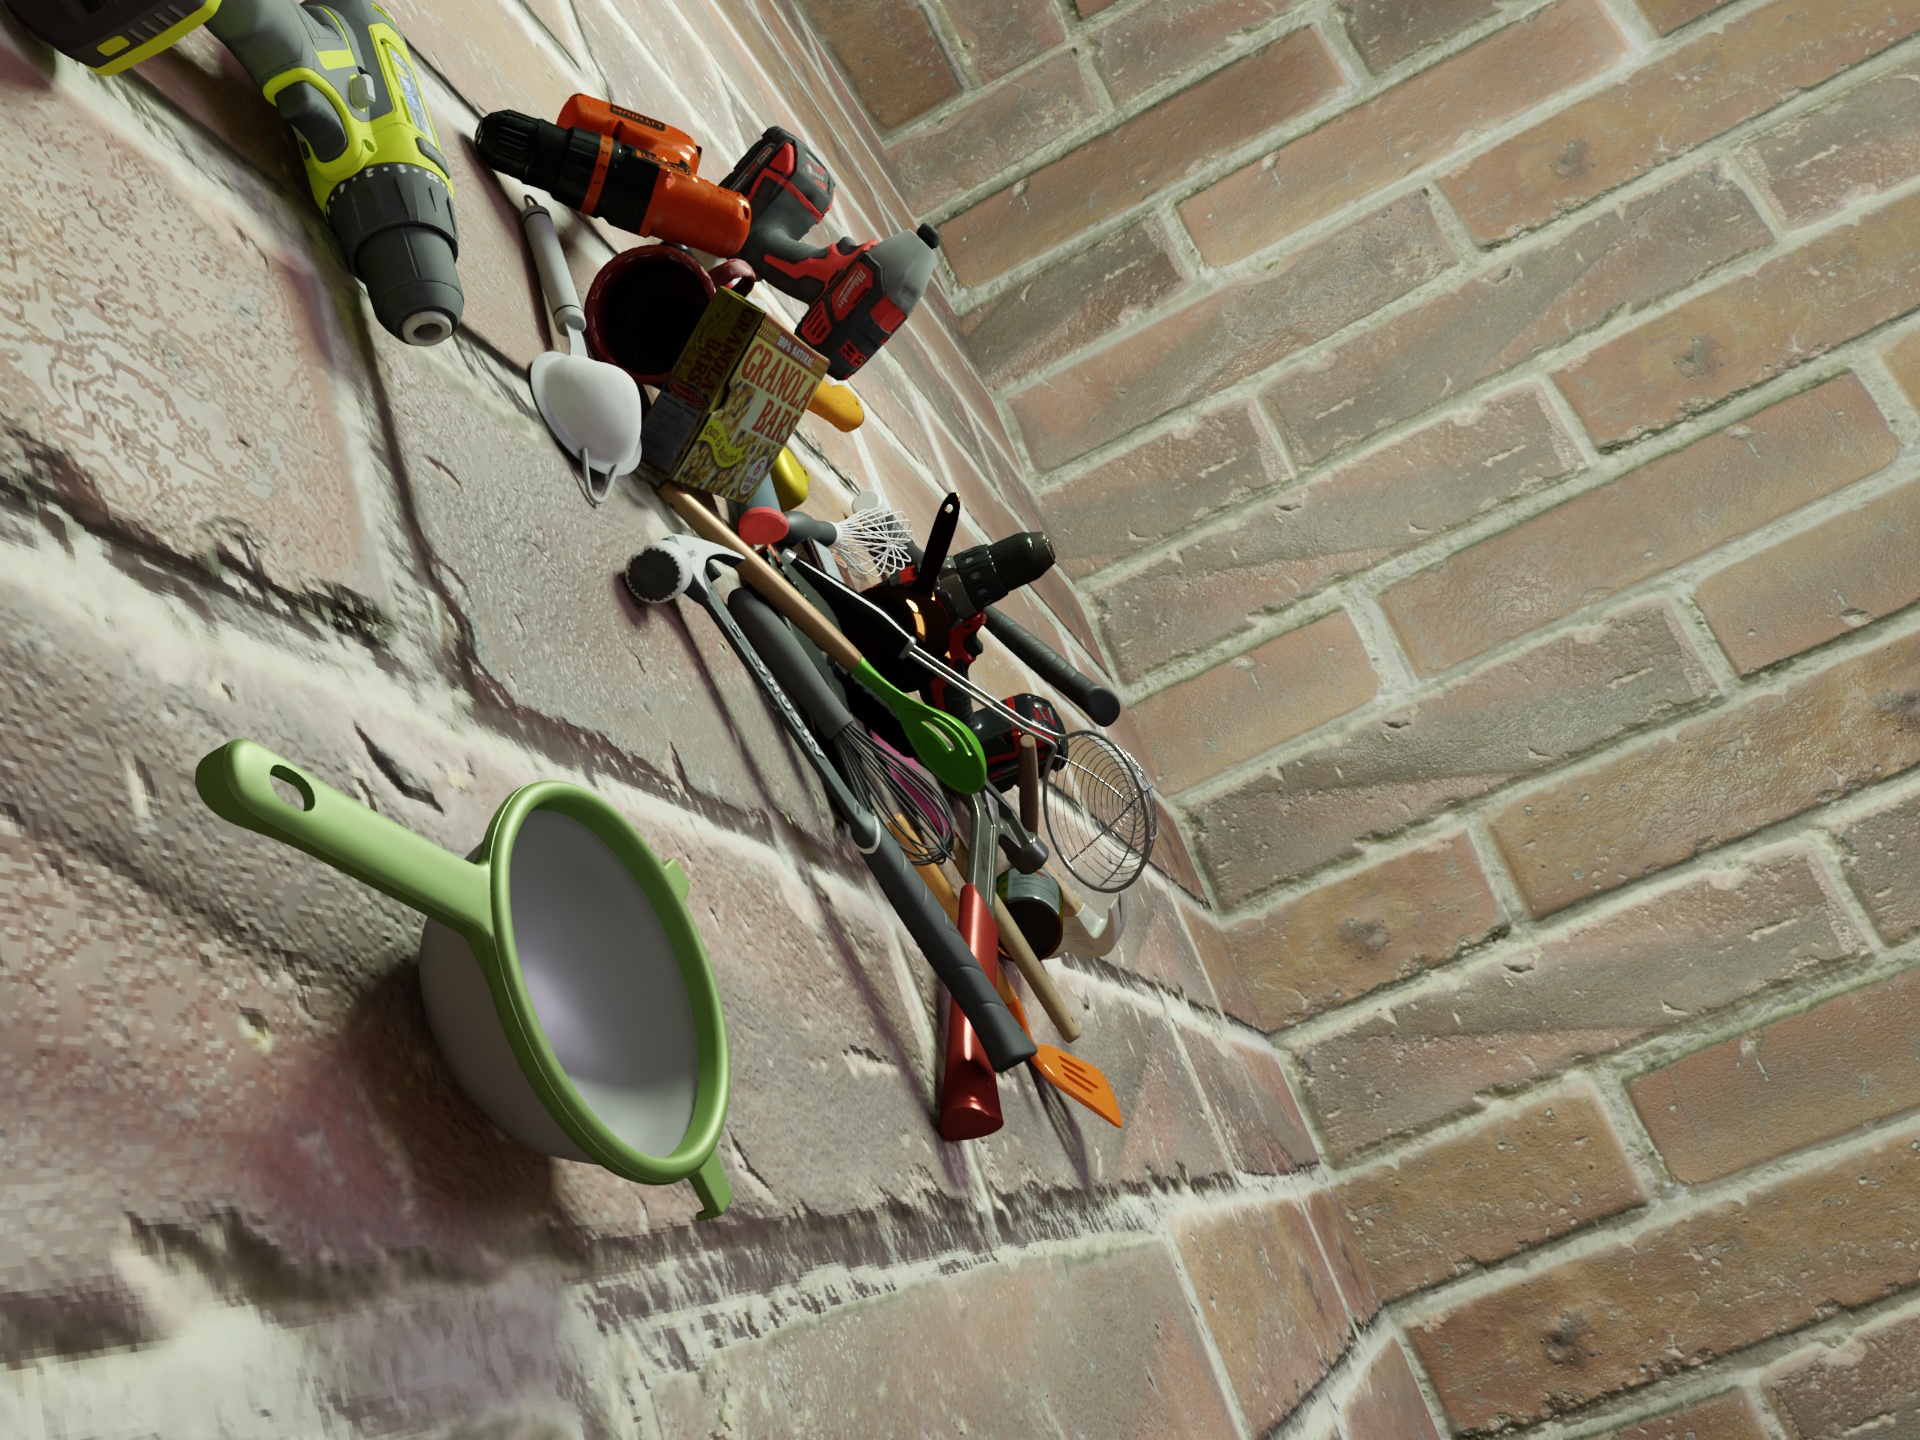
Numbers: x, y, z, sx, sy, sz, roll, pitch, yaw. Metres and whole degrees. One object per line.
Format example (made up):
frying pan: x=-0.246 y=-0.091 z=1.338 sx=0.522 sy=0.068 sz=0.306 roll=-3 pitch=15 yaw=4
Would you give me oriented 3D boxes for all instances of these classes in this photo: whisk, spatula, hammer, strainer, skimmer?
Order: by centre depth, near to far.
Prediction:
strainer: x=-0.170 y=0.079 z=0.533 sx=0.256 sy=0.069 sz=0.152 roll=48 pitch=22 yaw=-53
strainer: x=-0.241 y=-0.245 z=0.991 sx=0.086 sy=0.050 sz=0.259 roll=22 pitch=38 yaw=-52
hammer: x=-0.071 y=0.056 z=1.016 sx=0.409 sy=0.036 sz=0.149 roll=57 pitch=10 yaw=-7
whisk: x=-0.082 y=0.004 z=1.087 sx=0.239 sy=0.055 sz=0.055 roll=52 pitch=11 yaw=1
hammer: x=0.006 y=0.155 z=1.154 sx=0.149 sy=0.036 sz=0.359 roll=46 pitch=25 yaw=-22
skimmer: x=-0.002 y=-0.004 z=1.224 sx=0.363 sy=0.127 sz=0.090 roll=34 pitch=49 yaw=-5
spatula: x=0.035 y=0.199 z=1.266 sx=0.322 sy=0.041 sz=0.081 roll=59 pitch=5 yaw=-20
hammer: x=-0.190 y=-0.285 z=1.305 sx=0.143 sy=0.038 sz=0.387 roll=52 pitch=17 yaw=-43
hammer: x=-0.147 y=-0.286 z=1.313 sx=0.127 sy=0.034 sz=0.336 roll=64 pitch=13 yaw=11
whisk: x=-0.105 y=-0.160 z=1.393 sx=0.070 sy=0.070 sz=0.284 roll=65 pitch=16 yaw=4
hammer: x=0.034 y=0.087 z=1.394 sx=0.331 sy=0.130 sz=0.031 roll=52 pitch=50 yaw=-20
spatula: x=0.063 y=0.092 z=1.456 sx=0.315 sy=0.018 sz=0.060 roll=84 pitch=-14 yaw=-61
hammer: x=0.028 y=-0.098 z=1.545 sx=0.335 sy=0.035 sz=0.146 roll=40 pitch=-7 yaw=29

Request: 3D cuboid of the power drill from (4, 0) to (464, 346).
power drill: x=-0.304 y=-0.284 z=0.698 sx=0.191 sy=0.080 sz=0.228 roll=68 pitch=9 yaw=19

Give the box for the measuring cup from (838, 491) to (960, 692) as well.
measuring cup: x=-0.044 y=-0.105 z=1.287 sx=0.095 sy=0.173 sz=0.052 roll=27 pitch=14 yaw=28

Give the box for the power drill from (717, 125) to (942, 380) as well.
power drill: x=-0.113 y=-0.393 z=1.322 sx=0.220 sy=0.143 sz=0.078 roll=50 pitch=11 yaw=32

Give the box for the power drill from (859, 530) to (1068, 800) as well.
power drill: x=0.023 y=-0.052 z=1.404 sx=0.080 sy=0.188 sz=0.226 roll=-100 pitch=165 yaw=-57

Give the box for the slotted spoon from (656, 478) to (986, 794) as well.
slotted spoon: x=-0.091 y=-0.058 z=1.109 sx=0.313 sy=0.070 sz=0.031 roll=43 pitch=61 yaw=-21

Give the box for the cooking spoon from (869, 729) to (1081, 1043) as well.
cooking spoon: x=0.007 y=0.119 z=1.279 sx=0.319 sy=0.017 sz=0.068 roll=58 pitch=10 yaw=12

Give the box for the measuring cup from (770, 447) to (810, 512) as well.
measuring cup: x=-0.143 y=-0.215 z=1.383 sx=0.062 sy=0.029 sz=0.156 roll=63 pitch=13 yaw=-7
